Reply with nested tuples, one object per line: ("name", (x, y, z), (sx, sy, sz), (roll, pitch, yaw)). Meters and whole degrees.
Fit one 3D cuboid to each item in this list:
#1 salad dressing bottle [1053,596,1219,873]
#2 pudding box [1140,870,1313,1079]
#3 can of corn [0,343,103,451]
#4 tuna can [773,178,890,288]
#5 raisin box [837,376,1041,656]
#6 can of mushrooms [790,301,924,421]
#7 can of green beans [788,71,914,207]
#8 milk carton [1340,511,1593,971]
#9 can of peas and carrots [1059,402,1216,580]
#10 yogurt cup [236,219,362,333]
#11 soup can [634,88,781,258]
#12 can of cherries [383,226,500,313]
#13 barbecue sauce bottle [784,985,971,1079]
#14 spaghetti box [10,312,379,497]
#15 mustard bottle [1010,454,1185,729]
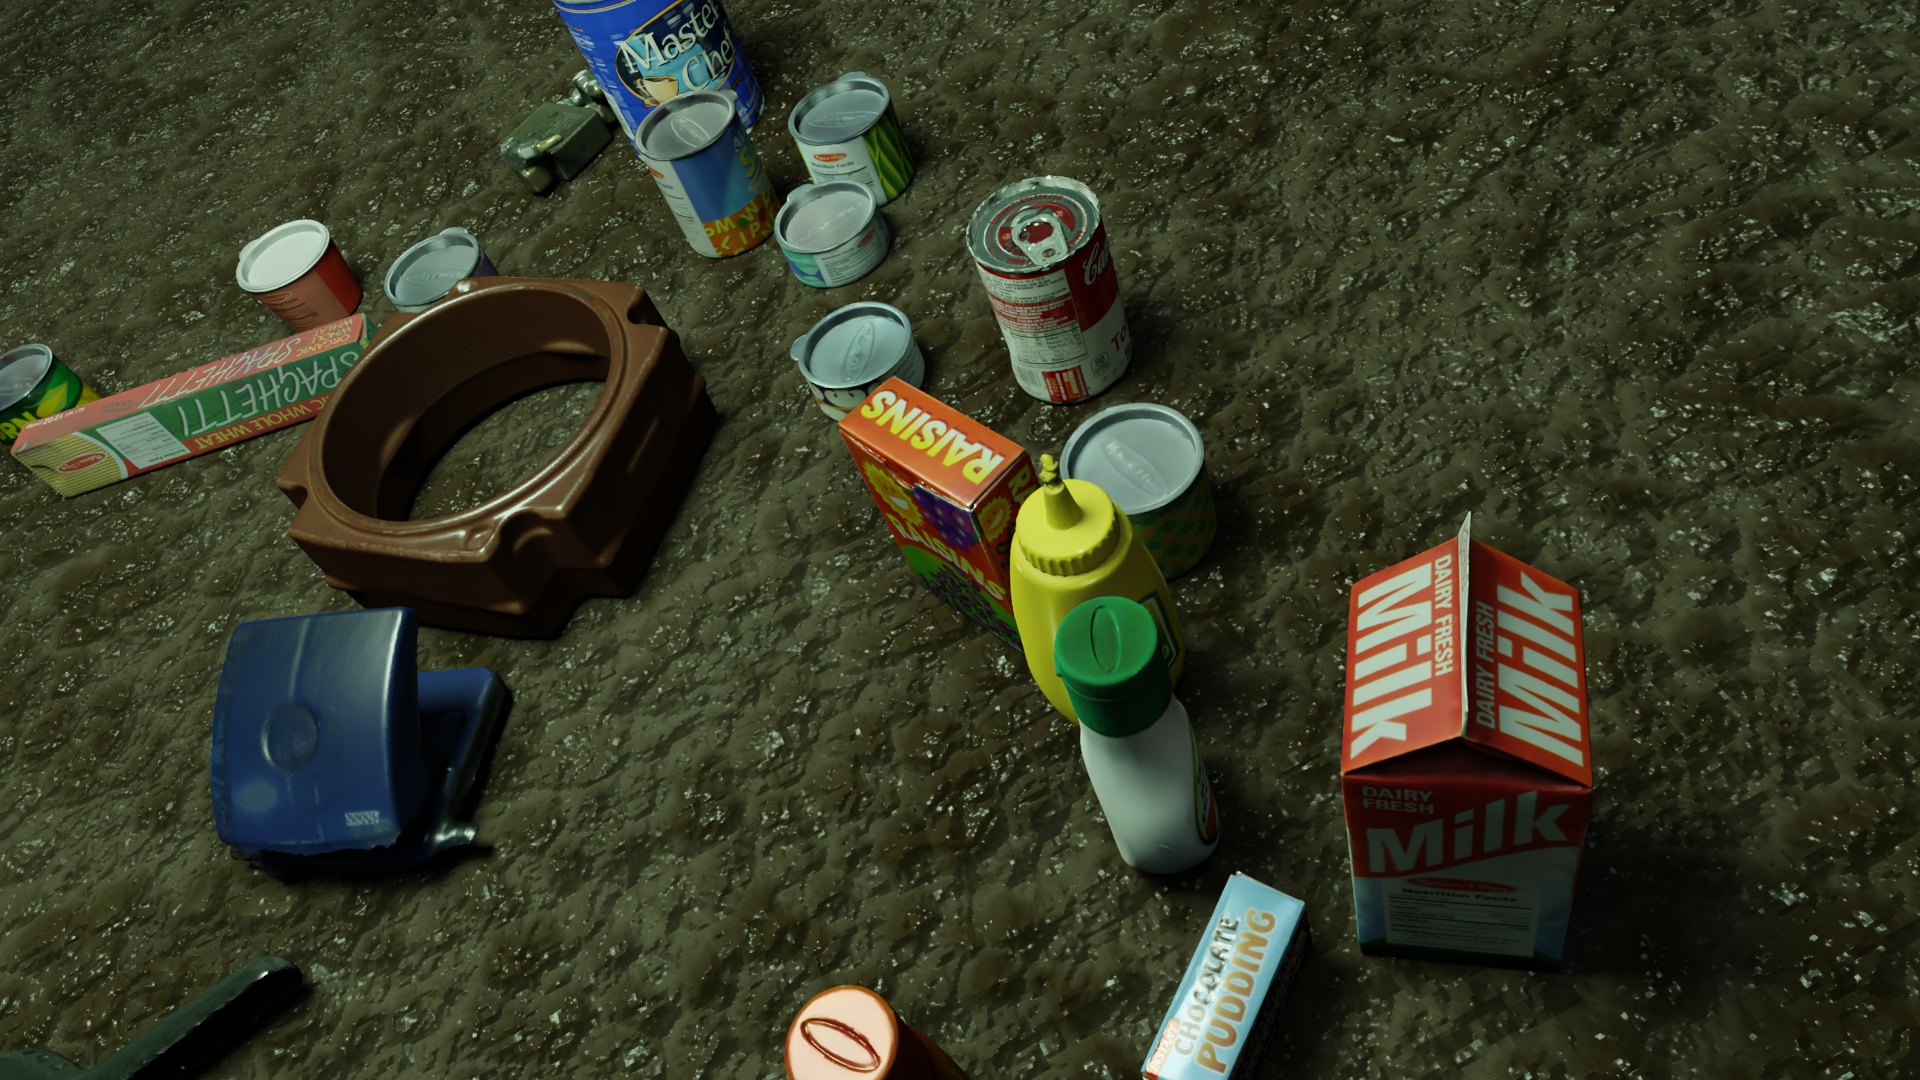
("salad dressing bottle", (0.068, 0.076, 0.528), (0.044, 0.147, 0.064), (-11, 51, 10))
("pudding box", (0.099, 0.170, 0.509), (0.030, 0.049, 0.084), (18, 61, 29))
("can of corn", (-0.631, -0.089, 0.948), (0.071, 0.058, 0.071), (-9, 51, 12))
("tuna can", (-0.080, -0.191, 0.859), (0.071, 0.032, 0.071), (-9, 51, 12))
("raisin box", (0.002, -0.008, 0.631), (0.086, 0.123, 0.040), (33, 70, 35))
("can of mushrooms", (-0.057, -0.100, 0.780), (0.071, 0.033, 0.071), (-9, 51, 12))
("can of green beans", (-0.068, -0.251, 0.885), (0.071, 0.057, 0.071), (-9, 51, 12))
("milk carton", (0.169, 0.074, 0.468), (0.073, 0.189, 0.073), (0, 54, 19))
("can of peas and carrots", (0.083, -0.020, 0.655), (0.071, 0.058, 0.071), (-9, 51, 12))
("yogurt cup", (-0.454, -0.180, 0.962), (0.072, 0.053, 0.073), (-9, 51, 12))
("soup can", (-0.156, -0.234, 0.884), (0.071, 0.083, 0.072), (-9, 52, 12))
("can of cherries", (-0.325, -0.158, 0.899), (0.071, 0.058, 0.072), (-9, 51, 12))
("barbecue sauce bottle", (-0.017, 0.192, 0.466), (0.065, 0.148, 0.044), (19, 62, 30))
("spaghetti box", (-0.486, -0.087, 0.903), (0.250, 0.050, 0.029), (-17, 50, 6))
("mustard bottle", (0.051, 0.021, 0.568), (0.065, 0.159, 0.049), (-37, 51, -11))
